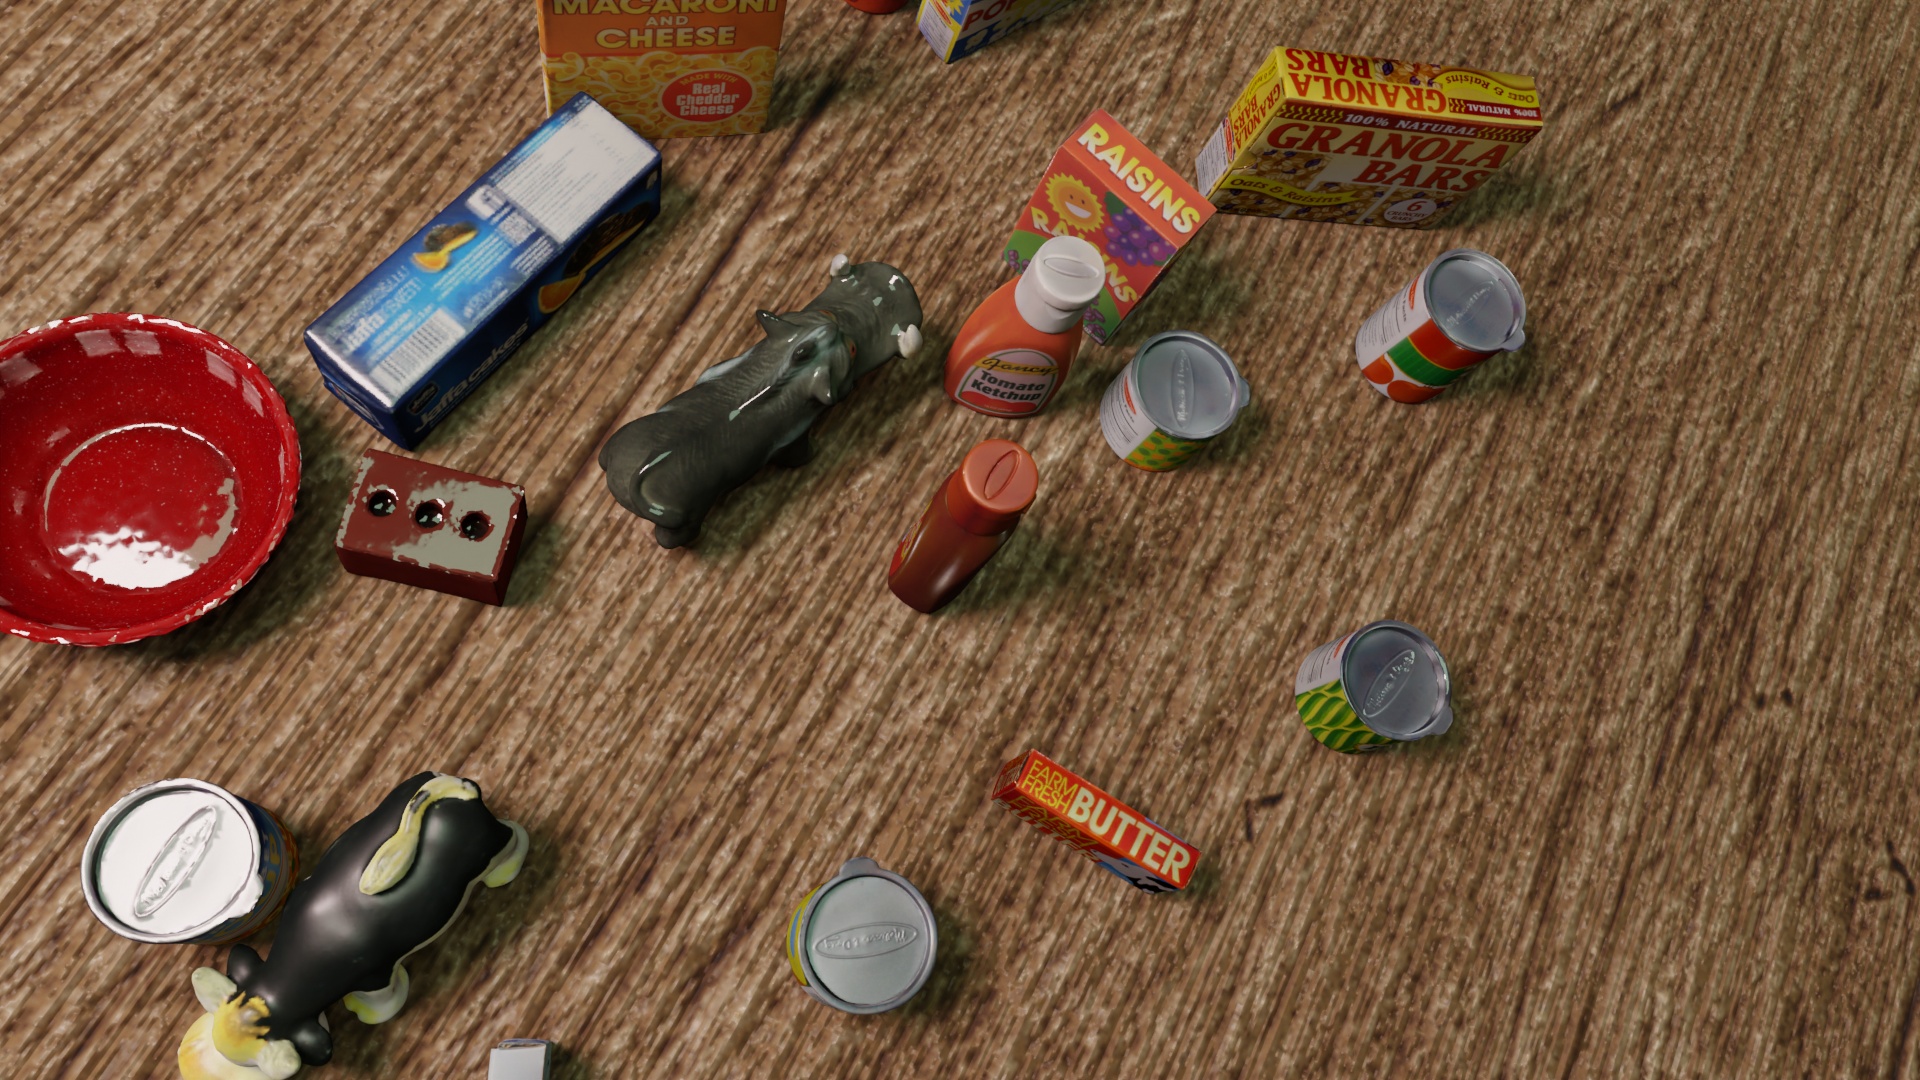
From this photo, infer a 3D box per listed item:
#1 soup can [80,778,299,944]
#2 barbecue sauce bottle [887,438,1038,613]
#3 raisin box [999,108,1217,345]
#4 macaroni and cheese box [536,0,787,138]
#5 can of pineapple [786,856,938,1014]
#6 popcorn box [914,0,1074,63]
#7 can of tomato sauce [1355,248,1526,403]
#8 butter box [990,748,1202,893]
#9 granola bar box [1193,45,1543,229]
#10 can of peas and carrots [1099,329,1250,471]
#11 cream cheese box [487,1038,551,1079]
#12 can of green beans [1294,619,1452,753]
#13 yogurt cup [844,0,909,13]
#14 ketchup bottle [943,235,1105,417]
[{"bbox_3d":[-0.328,0.143,0.603,0.071,0.083,0.071,4,72,-13],"label":"soup can"},{"bbox_3d":[0.002,-0.009,0.698,0.043,0.148,0.065,35,69,-2],"label":"barbecue sauce bottle"},{"bbox_3d":[0.080,-0.173,0.782,0.086,0.123,0.040,42,69,1],"label":"raisin box"},{"bbox_3d":[-0.159,-0.273,0.732,0.124,0.166,0.040,-8,76,-16],"label":"macaroni and cheese box"},{"bbox_3d":[-0.048,0.192,0.671,0.071,0.057,0.071,4,72,-13],"label":"can of pineapple"},{"bbox_3d":[0.039,-0.353,0.849,0.127,0.085,0.038,-34,84,-21],"label":"popcorn box"},{"bbox_3d":[0.290,-0.127,0.841,0.071,0.083,0.071,4,72,-13],"label":"can of tomato sauce"},{"bbox_3d":[0.068,0.146,0.717,0.103,0.053,0.024,32,69,-3],"label":"butter box"},{"bbox_3d":[0.243,-0.239,0.843,0.166,0.123,0.039,1,73,-13],"label":"granola bar box"},{"bbox_3d":[0.122,-0.079,0.798,0.071,0.058,0.071,4,72,-13],"label":"can of peas and carrots"},{"bbox_3d":[-0.197,0.274,0.611,0.024,0.053,0.104,4,72,-13],"label":"cream cheese box"},{"bbox_3d":[0.228,0.083,0.774,0.071,0.057,0.071,4,72,-13],"label":"can of green beans"},{"bbox_3d":[-0.049,-0.360,0.846,0.072,0.053,0.072,4,72,-13],"label":"yogurt cup"},{"bbox_3d":[0.036,-0.112,0.739,0.065,0.148,0.043,10,71,-11],"label":"ketchup bottle"}]
